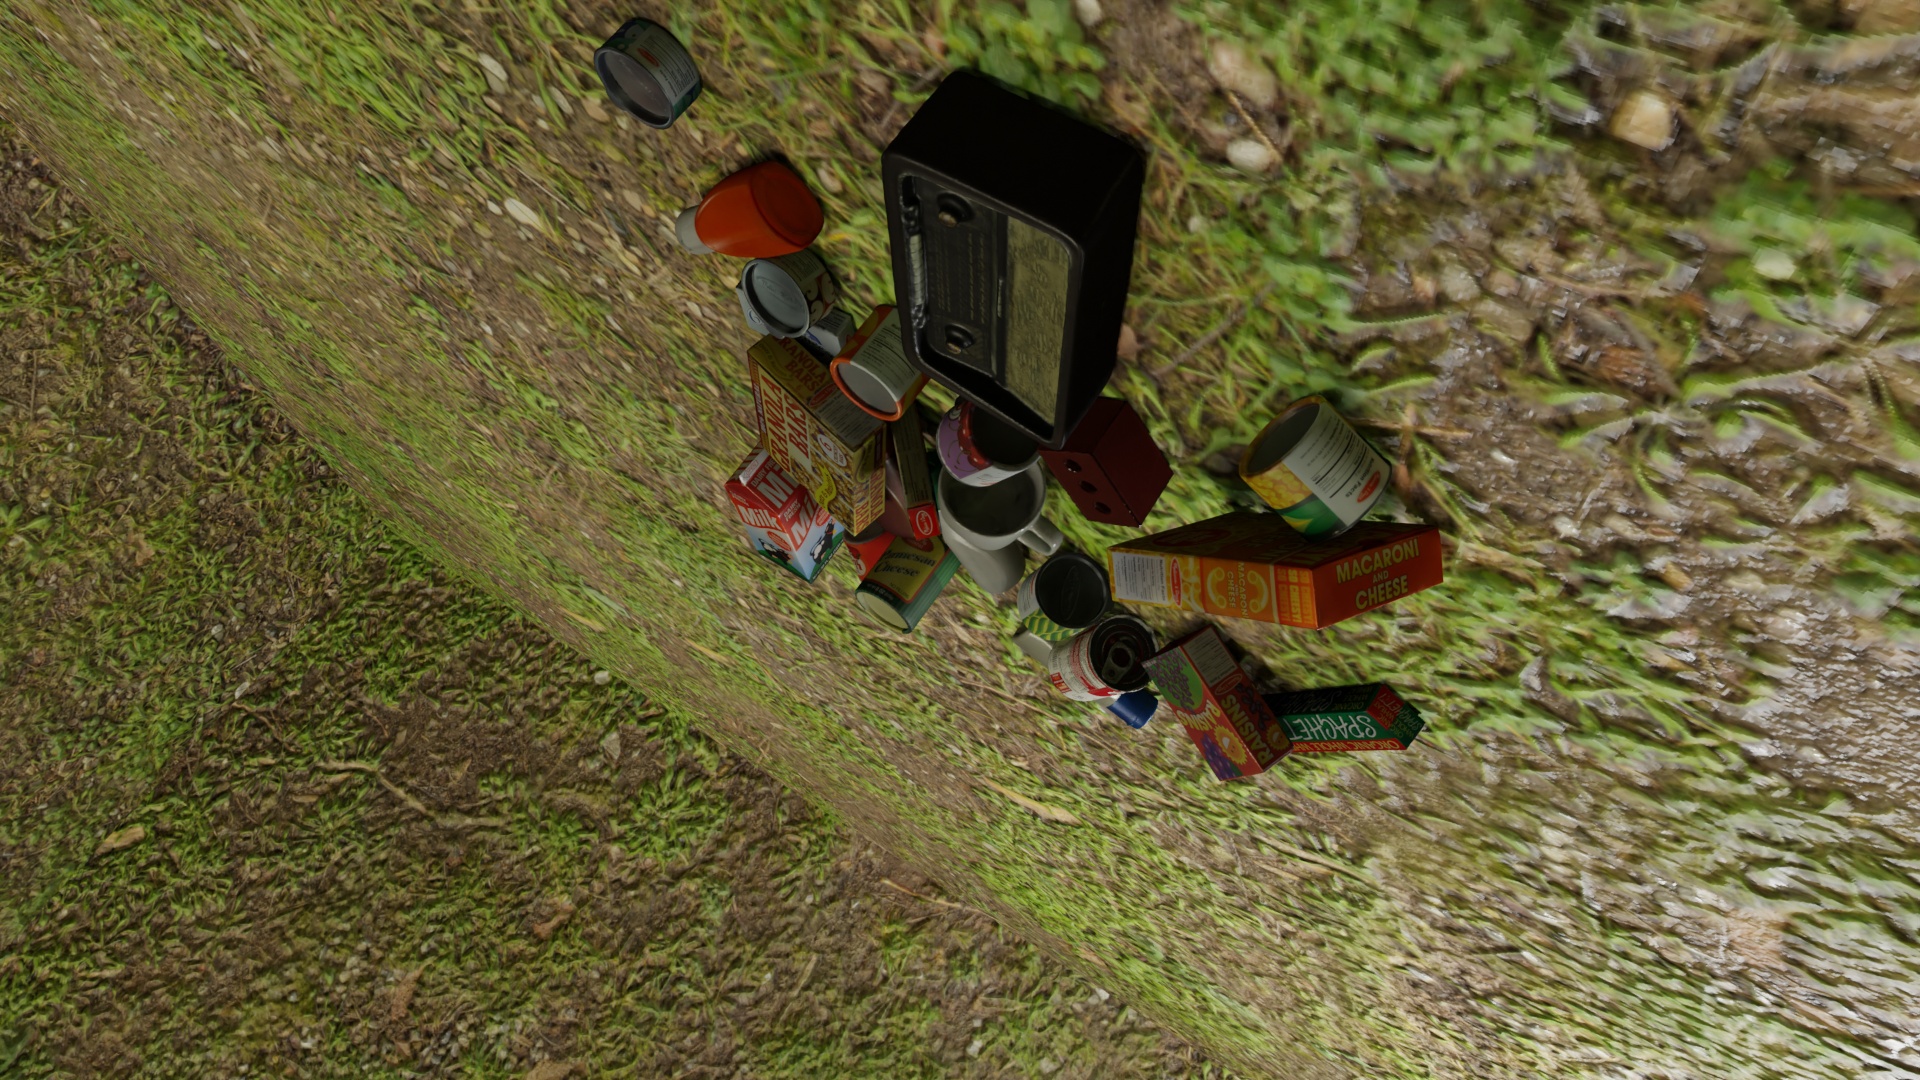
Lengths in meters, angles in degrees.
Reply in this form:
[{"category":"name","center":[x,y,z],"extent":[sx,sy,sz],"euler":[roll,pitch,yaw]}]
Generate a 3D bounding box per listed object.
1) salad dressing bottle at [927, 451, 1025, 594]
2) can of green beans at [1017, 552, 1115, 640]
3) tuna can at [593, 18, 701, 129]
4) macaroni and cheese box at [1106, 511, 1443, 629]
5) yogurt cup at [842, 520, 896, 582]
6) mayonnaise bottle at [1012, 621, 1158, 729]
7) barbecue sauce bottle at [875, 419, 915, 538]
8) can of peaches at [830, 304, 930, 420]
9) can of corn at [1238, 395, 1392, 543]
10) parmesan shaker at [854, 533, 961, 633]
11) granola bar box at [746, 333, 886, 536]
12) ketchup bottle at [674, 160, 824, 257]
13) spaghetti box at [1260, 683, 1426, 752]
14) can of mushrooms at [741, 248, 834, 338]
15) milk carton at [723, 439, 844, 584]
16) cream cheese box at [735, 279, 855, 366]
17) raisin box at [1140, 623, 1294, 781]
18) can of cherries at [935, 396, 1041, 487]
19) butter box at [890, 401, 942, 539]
[{"category":"salad dressing bottle","center":[0.004,-0.015,1.211],"extent":[0.064,0.044,0.147],"euler":[15,150,47]},{"category":"can of green beans","center":[0.087,0.049,1.185],"extent":[0.071,0.071,0.057],"euler":[37,160,-2]},{"category":"tuna can","center":[-0.209,-0.310,0.924],"extent":[0.071,0.033,0.070],"euler":[31,159,14]},{"category":"macaroni and cheese box","center":[0.194,0.014,0.870],"extent":[0.166,0.124,0.040],"euler":[5,106,53]},{"category":"yogurt cup","center":[-0.080,0.004,1.357],"extent":[0.072,0.073,0.053],"euler":[14,142,45]},{"category":"mayonnaise bottle","center":[0.121,0.123,1.329],"extent":[0.148,0.041,0.064],"euler":[37,161,-6]},{"category":"barbecue sauce bottle","center":[-0.066,-0.061,1.221],"extent":[0.065,0.044,0.148],"euler":[33,160,27]},{"category":"can of peaches","center":[-0.055,-0.130,1.033],"extent":[0.071,0.058,0.071],"euler":[30,158,14]},{"category":"can of corn","center":[0.204,-0.041,0.807],"extent":[0.058,0.071,0.071],"euler":[42,158,-13]},{"category":"parmesan shaker","center":[-0.041,0.029,1.289],"extent":[0.071,0.103,0.071],"euler":[31,158,14]},{"category":"granola bar box","center":[-0.117,-0.086,1.147],"extent":[0.124,0.039,0.165],"euler":[43,161,14]},{"category":"ketchup bottle","center":[-0.159,-0.232,1.000],"extent":[0.148,0.044,0.064],"euler":[5,143,54]},{"category":"spaghetti box","center":[0.281,0.150,1.151],"extent":[0.050,0.029,0.249],"euler":[41,159,-11]},{"category":"can of mushrooms","center":[-0.129,-0.187,1.041],"extent":[0.071,0.034,0.070],"euler":[27,142,23]},{"category":"milk carton","center":[-0.177,-0.040,1.400],"extent":[0.073,0.072,0.189],"euler":[28,158,21]},{"category":"cream cheese box","center":[-0.128,-0.174,1.103],"extent":[0.104,0.024,0.053],"euler":[28,156,21]},{"category":"raisin box","center":[0.214,0.137,1.161],"extent":[0.123,0.040,0.086],"euler":[57,159,5]},{"category":"can of cherries","center":[0.022,-0.079,1.015],"extent":[0.071,0.072,0.058],"euler":[41,159,-12]},{"category":"butter box","center":[-0.037,-0.058,1.120],"extent":[0.024,0.104,0.053],"euler":[-12,150,0]}]
